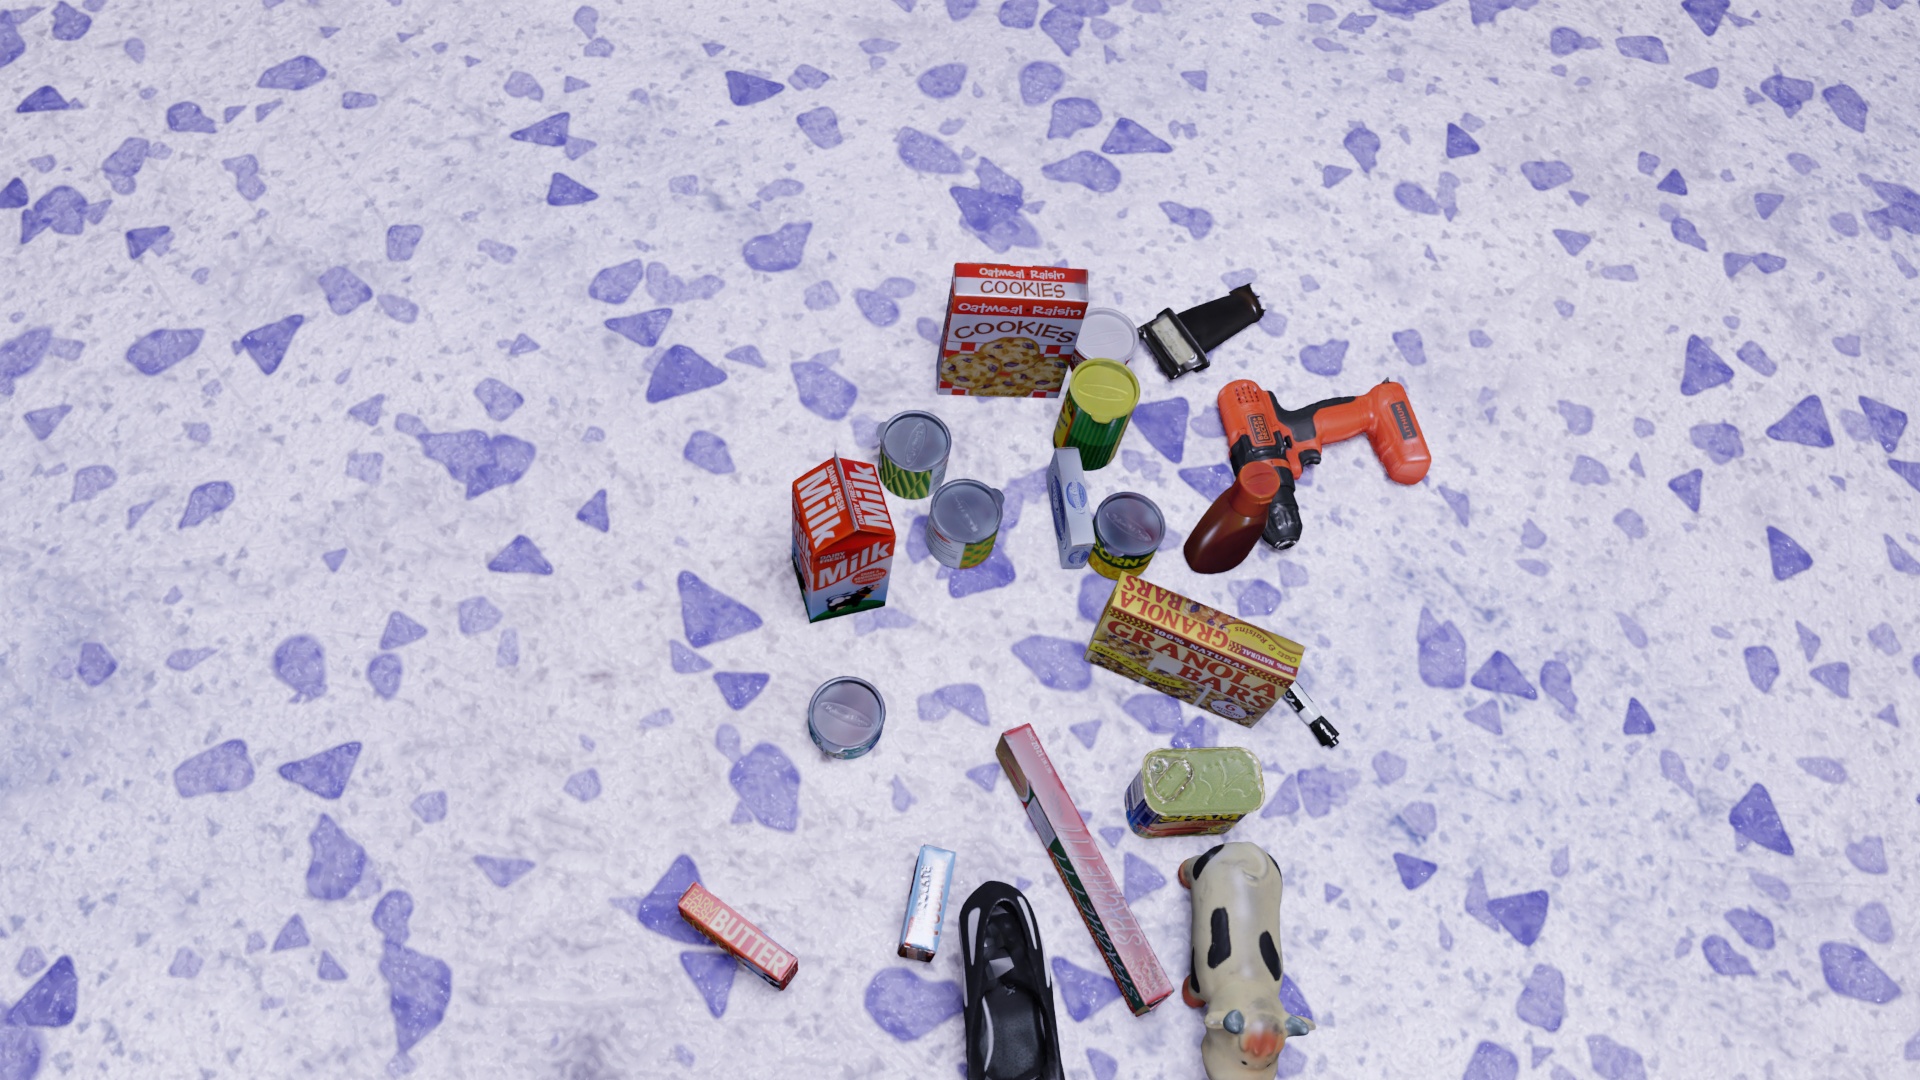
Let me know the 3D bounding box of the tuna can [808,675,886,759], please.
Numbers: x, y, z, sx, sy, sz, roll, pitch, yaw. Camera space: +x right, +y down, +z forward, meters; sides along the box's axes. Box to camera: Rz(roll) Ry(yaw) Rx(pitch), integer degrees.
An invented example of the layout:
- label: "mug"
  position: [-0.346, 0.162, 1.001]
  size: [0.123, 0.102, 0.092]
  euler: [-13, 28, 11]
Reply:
- label: "tuna can"
  position: [-0.099, 0.155, 1.192]
  size: [0.071, 0.032, 0.071]
  euler: [3, 63, -6]

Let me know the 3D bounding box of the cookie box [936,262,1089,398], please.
- label: "cookie box"
  position: [0.046, -0.196, 1.314]
  size: [0.123, 0.166, 0.040]
  euler: [1, 63, -6]

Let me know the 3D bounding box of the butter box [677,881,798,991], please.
- label: "butter box"
  position: [-0.175, 0.312, 1.091]
  size: [0.103, 0.053, 0.024]
  euler: [34, 64, 10]

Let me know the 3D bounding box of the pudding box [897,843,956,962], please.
- label: "pudding box"
  position: [-0.027, 0.293, 1.121]
  size: [0.030, 0.049, 0.084]
  euler: [13, 62, -1]

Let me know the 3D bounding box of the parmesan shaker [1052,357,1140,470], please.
- label: "parmesan shaker"
  position: [0.127, -0.116, 1.319]
  size: [0.071, 0.102, 0.071]
  euler: [3, 63, -6]

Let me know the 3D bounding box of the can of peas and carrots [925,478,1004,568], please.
- label: "can of peas and carrots"
  position: [0.005, -0.016, 1.278]
  size: [0.071, 0.058, 0.071]
  euler: [3, 63, -6]

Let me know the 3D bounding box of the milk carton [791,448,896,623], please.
- label: "milk carton"
  position: [-0.101, -0.003, 1.184]
  size: [0.073, 0.189, 0.072]
  euler: [-13, 66, -13]

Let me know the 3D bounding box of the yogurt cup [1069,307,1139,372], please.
- label: "yogurt cup"
  position: [0.140, -0.191, 1.386]
  size: [0.072, 0.053, 0.072]
  euler: [3, 63, -6]

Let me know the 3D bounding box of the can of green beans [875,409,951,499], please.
- label: "can of green beans"
  position: [-0.044, -0.080, 1.305]
  size: [0.071, 0.057, 0.071]
  euler: [3, 63, -6]

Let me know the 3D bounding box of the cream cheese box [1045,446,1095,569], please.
- label: "cream cheese box"
  position: [0.103, -0.030, 1.300]
  size: [0.024, 0.053, 0.104]
  euler: [-3, 64, -9]

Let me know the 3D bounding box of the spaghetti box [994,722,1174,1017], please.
- label: "spaghetti box"
  position: [0.099, 0.270, 1.149]
  size: [0.029, 0.050, 0.251]
  euler: [-22, 68, -17]

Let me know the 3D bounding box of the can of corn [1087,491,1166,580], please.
- label: "can of corn"
  position: [0.150, -0.001, 1.289]
  size: [0.071, 0.058, 0.071]
  euler: [3, 63, -6]

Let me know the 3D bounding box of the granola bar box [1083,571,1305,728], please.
- label: "granola bar box"
  position: [0.199, 0.098, 1.207]
  size: [0.166, 0.123, 0.039]
  euler: [22, 63, 4]

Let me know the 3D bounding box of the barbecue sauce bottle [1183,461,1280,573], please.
- label: "barbecue sauce bottle"
  position: [0.250, -0.020, 1.260]
  size: [0.065, 0.148, 0.044]
  euler: [-14, 66, -14]
